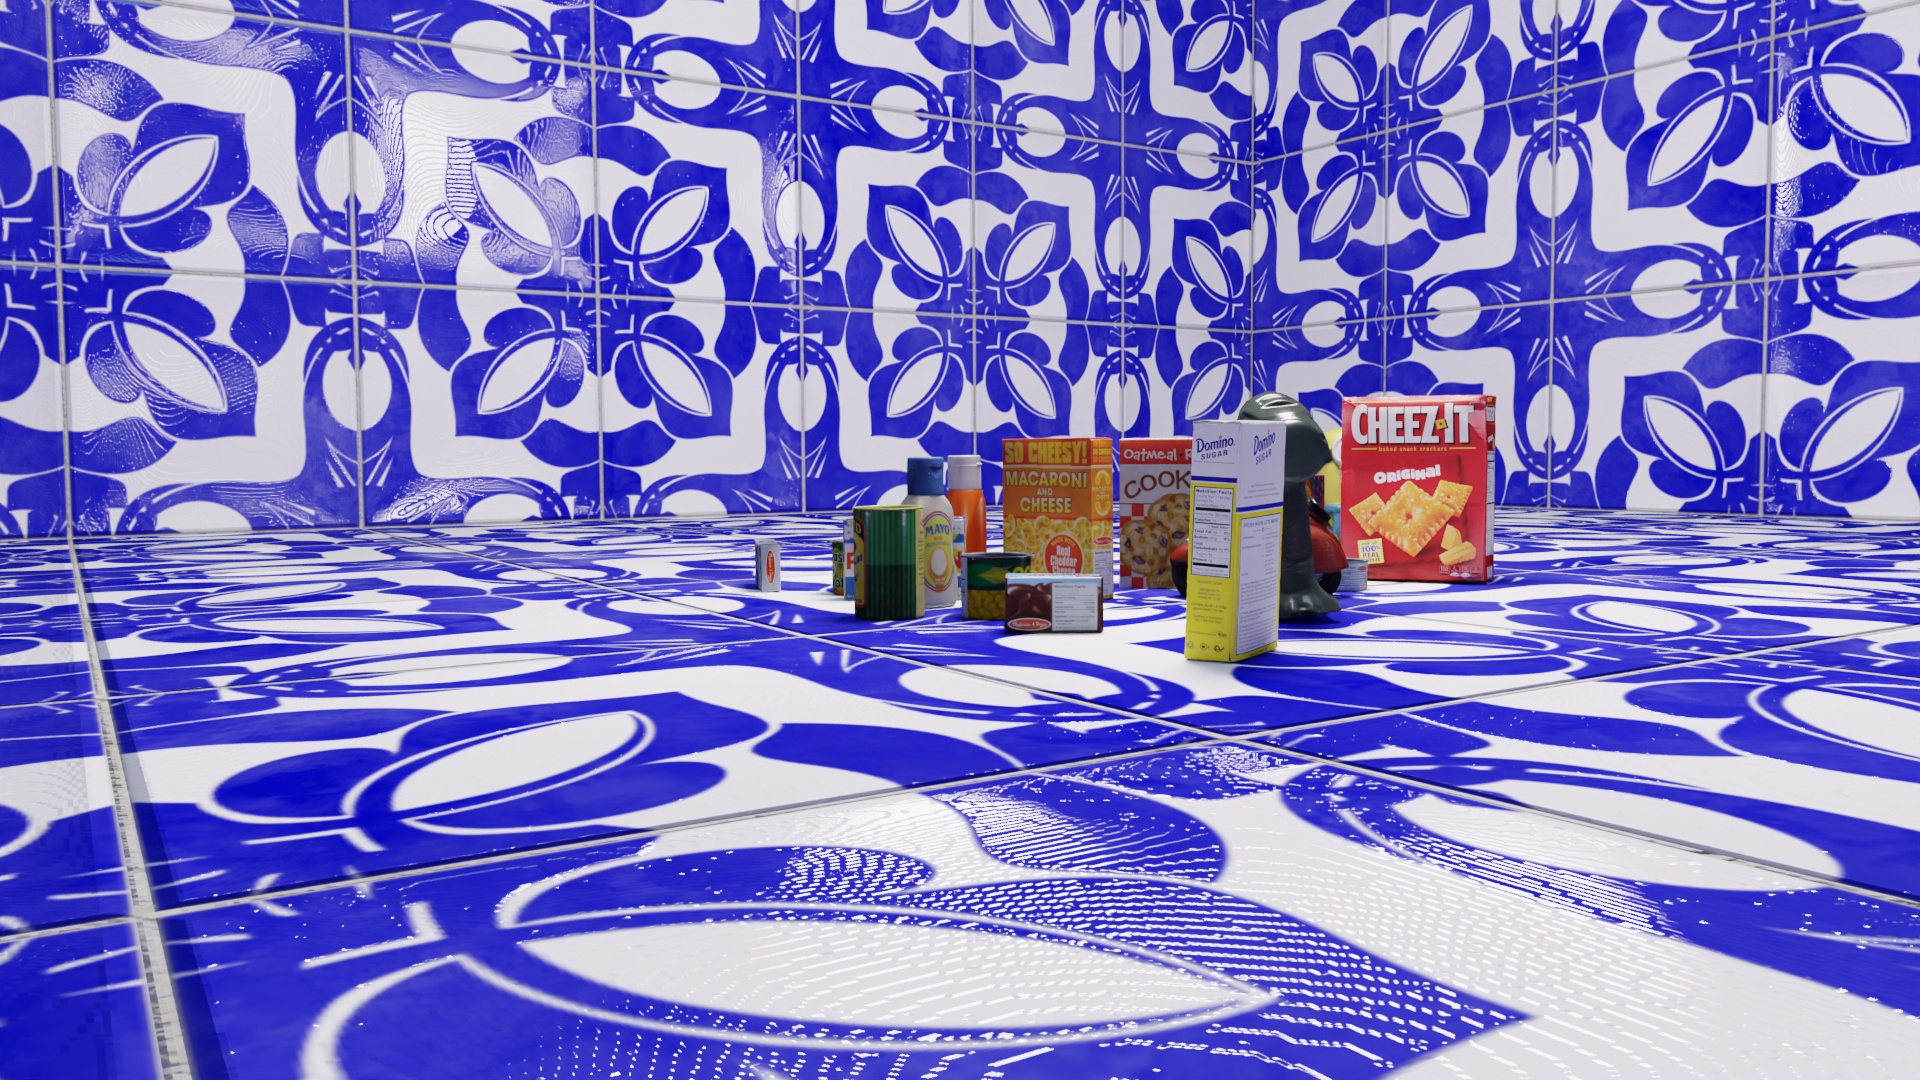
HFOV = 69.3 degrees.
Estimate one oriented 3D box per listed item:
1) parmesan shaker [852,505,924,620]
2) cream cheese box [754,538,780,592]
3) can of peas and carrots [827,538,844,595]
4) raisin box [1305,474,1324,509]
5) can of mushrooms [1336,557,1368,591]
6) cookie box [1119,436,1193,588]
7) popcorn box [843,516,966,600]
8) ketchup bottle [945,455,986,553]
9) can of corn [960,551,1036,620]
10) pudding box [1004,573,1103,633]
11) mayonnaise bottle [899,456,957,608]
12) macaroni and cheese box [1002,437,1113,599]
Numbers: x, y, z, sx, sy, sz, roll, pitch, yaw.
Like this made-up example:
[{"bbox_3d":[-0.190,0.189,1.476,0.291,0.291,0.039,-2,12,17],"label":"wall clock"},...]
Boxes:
[{"bbox_3d":[-0.067,0.020,1.284,0.071,0.103,0.071,0,3,0],"label":"parmesan shaker"},{"bbox_3d":[-0.218,0.027,1.564,0.024,0.053,0.104,-1,4,-11],"label":"cream cheese box"},{"bbox_3d":[-0.108,0.028,1.499,0.071,0.058,0.071,0,4,0],"label":"can of peas and carrots"},{"bbox_3d":[0.399,-0.017,1.647,0.040,0.123,0.086,2,4,37],"label":"raisin box"},{"bbox_3d":[0.409,0.036,1.515,0.071,0.033,0.071,0,4,0],"label":"can of mushrooms"},{"bbox_3d":[0.239,-0.031,1.534,0.123,0.167,0.040,1,3,16],"label":"cookie box"},{"bbox_3d":[-0.057,0.018,1.441,0.127,0.085,0.038,0,3,0],"label":"popcorn box"},{"bbox_3d":[0.005,-0.019,1.520,0.043,0.148,0.065,1,3,23],"label":"ketchup bottle"},{"bbox_3d":[0.035,0.042,1.287,0.071,0.058,0.071,0,4,0],"label":"can of corn"},{"bbox_3d":[0.079,0.053,1.179,0.084,0.049,0.030,0,3,0],"label":"pudding box"},{"bbox_3d":[-0.034,-0.008,1.365,0.065,0.148,0.041,-3,4,-40],"label":"mayonnaise bottle"},{"bbox_3d":[0.101,-0.024,1.454,0.123,0.166,0.040,3,4,43],"label":"macaroni and cheese box"}]
